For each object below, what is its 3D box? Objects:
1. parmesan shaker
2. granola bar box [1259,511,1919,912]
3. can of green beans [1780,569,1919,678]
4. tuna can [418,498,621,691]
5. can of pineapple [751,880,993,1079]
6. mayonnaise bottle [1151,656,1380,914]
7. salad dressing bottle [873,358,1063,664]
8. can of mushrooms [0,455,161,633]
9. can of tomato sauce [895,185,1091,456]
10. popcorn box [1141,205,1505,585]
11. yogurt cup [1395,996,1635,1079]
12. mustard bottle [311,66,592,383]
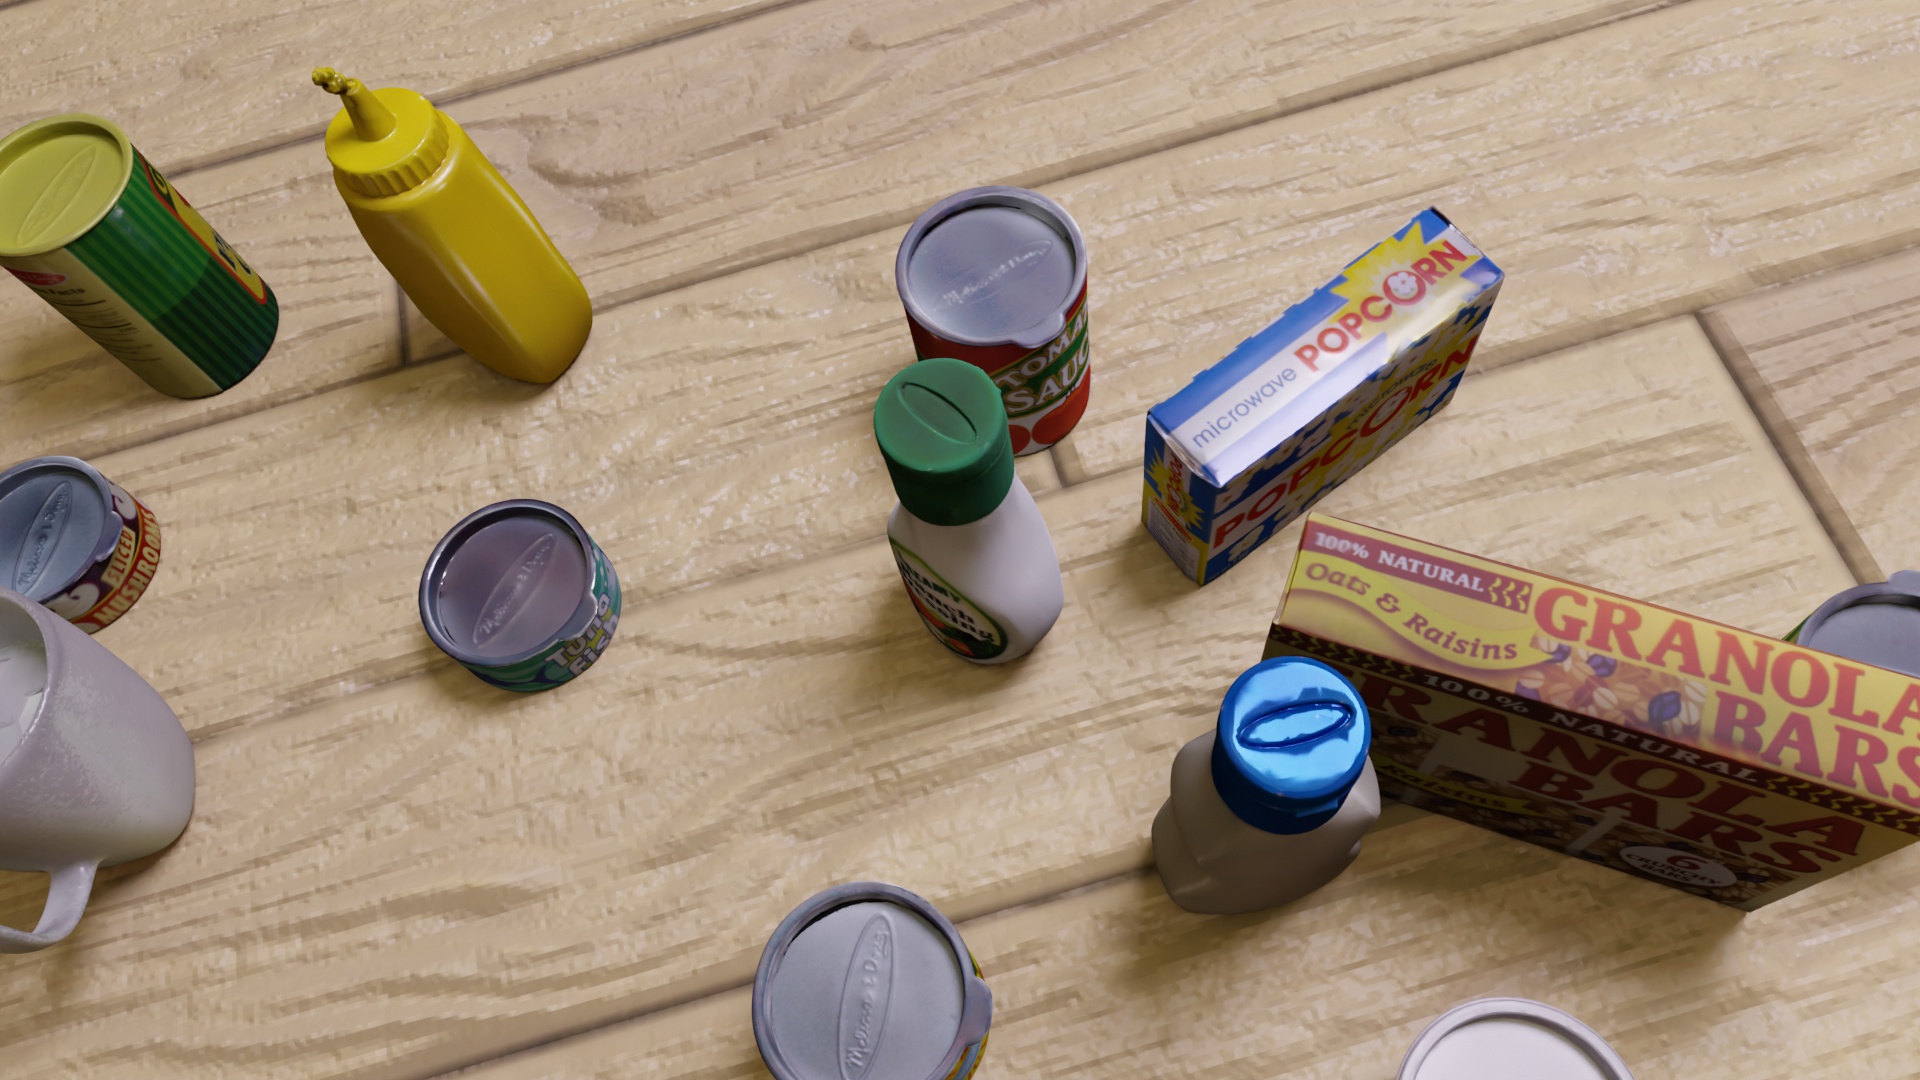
[{"bbox_3d":[-0.334,-0.112,0.558,0.071,0.102,0.071,-3,65,6],"label":"parmesan shaker"},{"bbox_3d":[0.172,0.054,0.409,0.166,0.123,0.039,17,69,14],"label":"granola bar box"},{"bbox_3d":[0.283,0.054,0.433,0.071,0.057,0.071,-3,65,6],"label":"can of green beans"},{"bbox_3d":[-0.160,0.022,0.514,0.071,0.032,0.071,-3,65,6],"label":"tuna can"},{"bbox_3d":[-0.024,0.144,0.427,0.071,0.057,0.071,-3,65,6],"label":"can of pineapple"},{"bbox_3d":[0.088,0.074,0.397,0.065,0.147,0.041,-14,65,0],"label":"mayonnaise bottle"},{"bbox_3d":[0.002,-0.006,0.444,0.064,0.147,0.044,39,75,21],"label":"salad dressing bottle"},{"bbox_3d":[-0.352,0.003,0.544,0.071,0.033,0.071,-3,65,6],"label":"can of mushrooms"},{"bbox_3d":[0.016,-0.077,0.511,0.071,0.082,0.071,-3,65,6],"label":"can of tomato sauce"},{"bbox_3d":[0.122,-0.047,0.484,0.127,0.085,0.038,-36,66,-10],"label":"popcorn box"},{"bbox_3d":[0.154,0.169,0.396,0.072,0.053,0.072,-3,65,6],"label":"yogurt cup"},{"bbox_3d":[-0.189,-0.118,0.512,0.065,0.159,0.049,24,71,17],"label":"mustard bottle"}]
